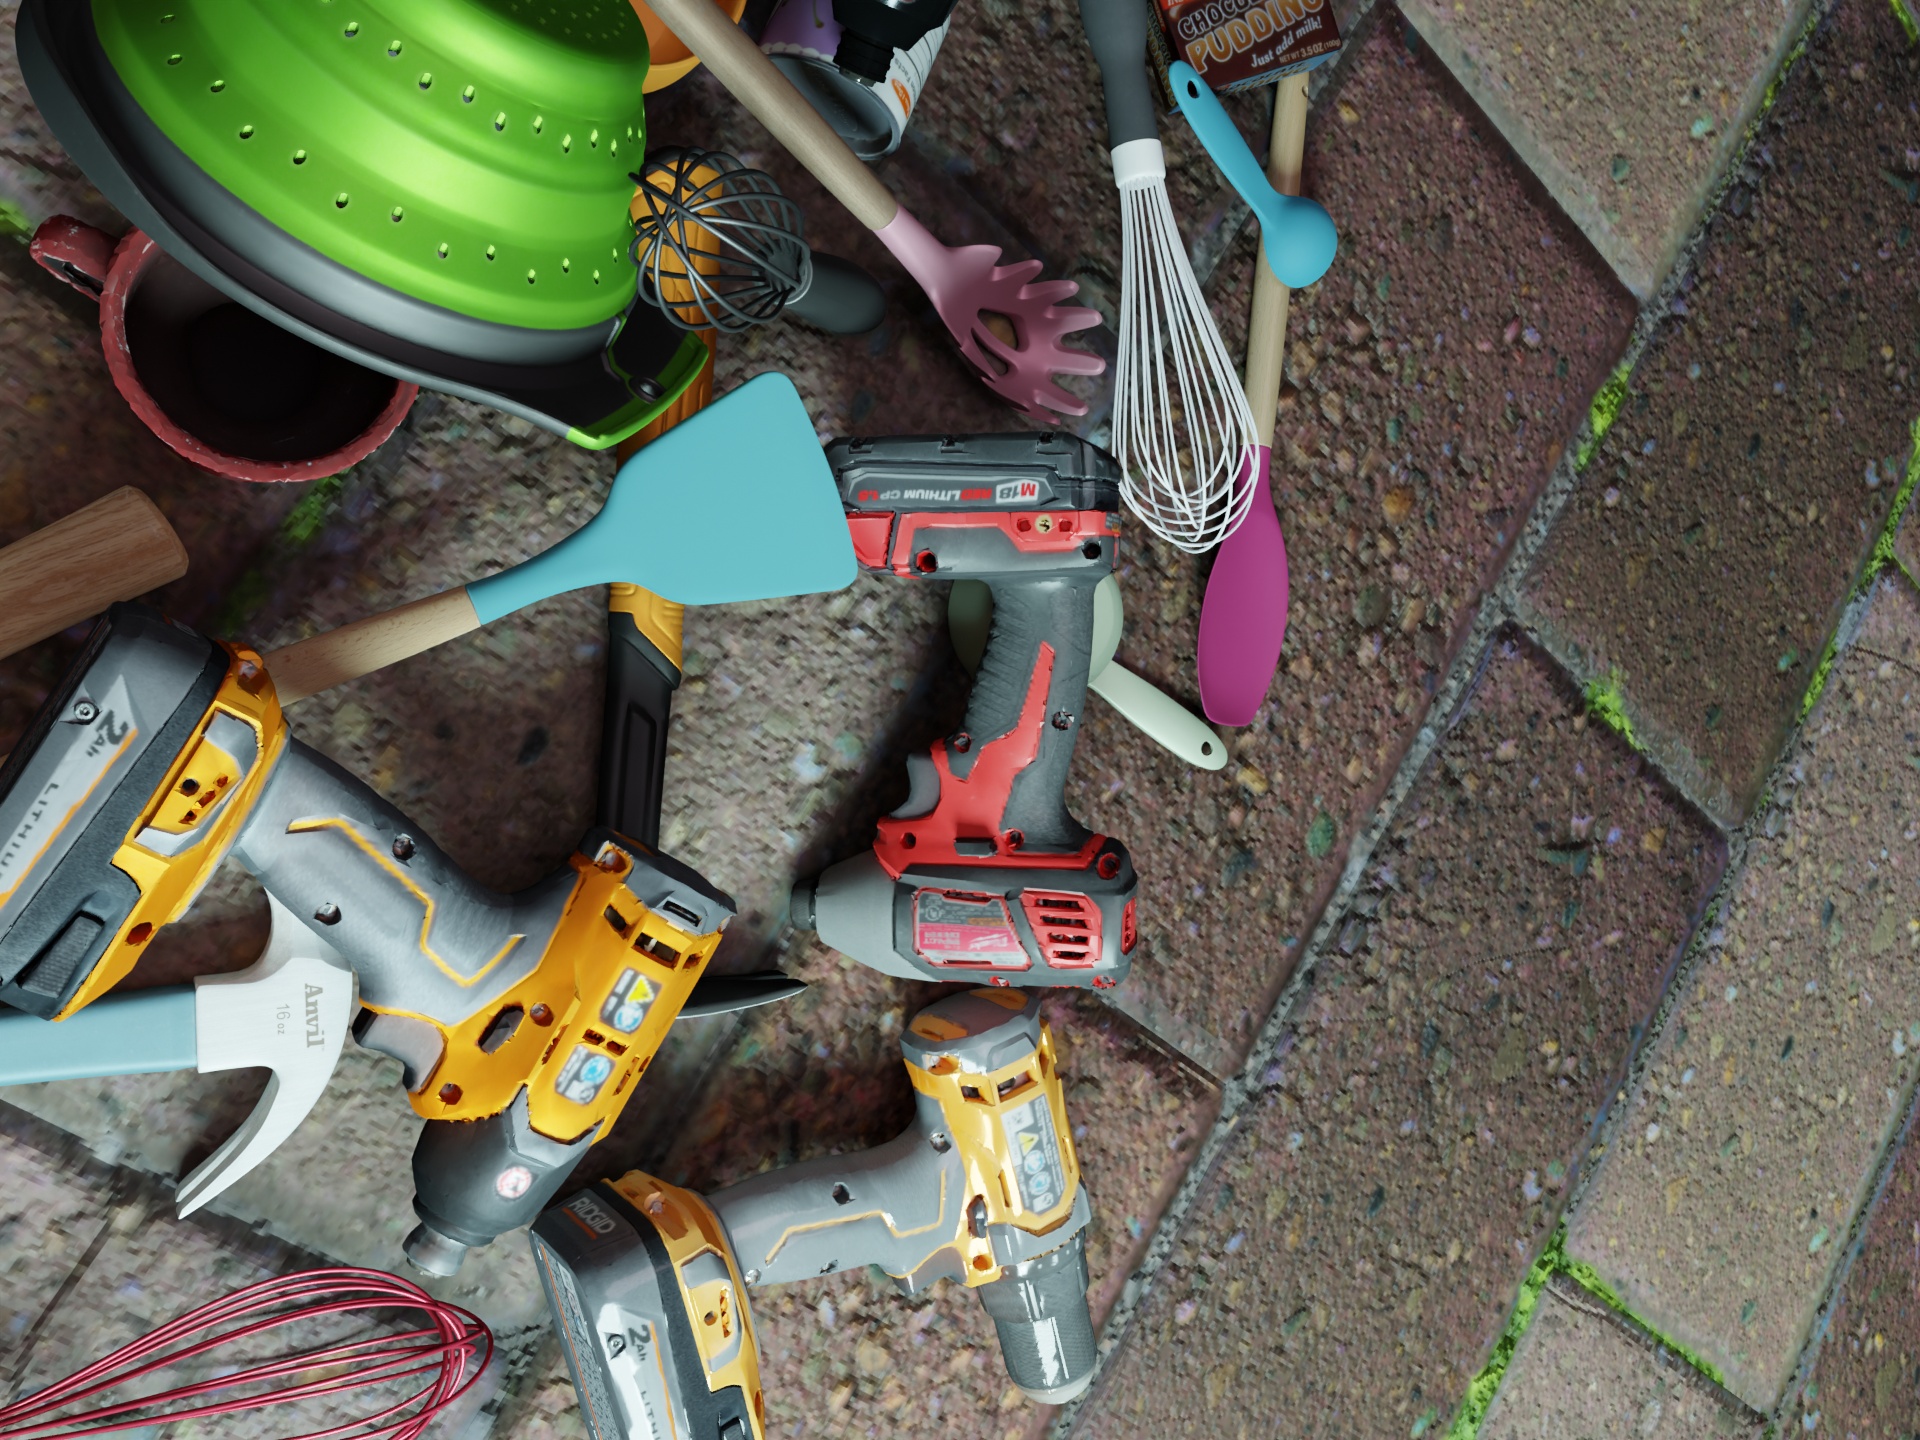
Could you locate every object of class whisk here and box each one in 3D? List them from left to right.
[{"bbox_3d":[-0.306,0.236,0.523,0.295,0.073,0.073,-4,94,-23],"label":"whisk"},{"bbox_3d":[-0.059,-0.156,0.555,0.055,0.239,0.055,2,99,10],"label":"whisk"},{"bbox_3d":[0.084,-0.216,0.710,0.070,0.070,0.284,-10,92,-27],"label":"whisk"}]

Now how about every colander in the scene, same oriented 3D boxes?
[{"bbox_3d":[-0.228,-0.249,0.475,0.397,0.094,0.205,37,30,-10],"label":"colander"}]

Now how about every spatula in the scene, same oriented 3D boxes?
[{"bbox_3d":[-0.194,-0.031,0.551,0.317,0.044,0.082,-24,108,-15],"label":"spatula"}]

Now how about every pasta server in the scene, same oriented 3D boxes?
[{"bbox_3d":[-0.039,-0.205,0.593,0.316,0.040,0.060,34,75,-50],"label":"pasta server"}]

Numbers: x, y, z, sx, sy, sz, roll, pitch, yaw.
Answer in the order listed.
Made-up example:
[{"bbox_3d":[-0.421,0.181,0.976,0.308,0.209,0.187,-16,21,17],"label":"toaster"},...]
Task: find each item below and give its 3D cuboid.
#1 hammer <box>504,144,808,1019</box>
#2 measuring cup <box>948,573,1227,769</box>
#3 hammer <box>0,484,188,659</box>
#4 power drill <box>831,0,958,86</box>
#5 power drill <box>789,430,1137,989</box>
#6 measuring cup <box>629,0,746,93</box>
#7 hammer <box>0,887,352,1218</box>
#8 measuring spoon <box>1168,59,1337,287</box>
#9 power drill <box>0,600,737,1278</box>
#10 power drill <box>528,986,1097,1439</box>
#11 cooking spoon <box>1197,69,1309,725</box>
[{"bbox_3d":[-0.113,-0.051,0.622,0.127,0.034,0.337,4,91,-27],"label":"hammer"},{"bbox_3d":[0.070,-0.023,0.717,0.167,0.038,0.083,35,77,-23],"label":"measuring cup"},{"bbox_3d":[-0.392,0.017,0.464,0.331,0.031,0.130,-36,87,-27],"label":"hammer"},{"bbox_3d":[-0.079,-0.320,0.512,0.223,0.080,0.171,11,117,-27],"label":"power drill"},{"bbox_3d":[-0.001,-0.002,0.640,0.143,0.078,0.219,0,96,13],"label":"power drill"},{"bbox_3d":[-0.161,-0.299,0.575,0.173,0.052,0.095,30,79,-24],"label":"measuring cup"},{"bbox_3d":[-0.366,0.108,0.497,0.331,0.033,0.128,-3,93,-28],"label":"hammer"},{"bbox_3d":[0.137,-0.250,0.722,0.128,0.021,0.042,42,68,-34],"label":"measuring spoon"},{"bbox_3d":[-0.203,0.080,0.519,0.226,0.084,0.164,34,81,-30],"label":"power drill"},{"bbox_3d":[-0.041,0.233,0.652,0.226,0.084,0.185,-20,103,-30],"label":"power drill"},{"bbox_3d":[0.144,-0.156,0.761,0.068,0.017,0.319,7,89,-45],"label":"cooking spoon"}]
